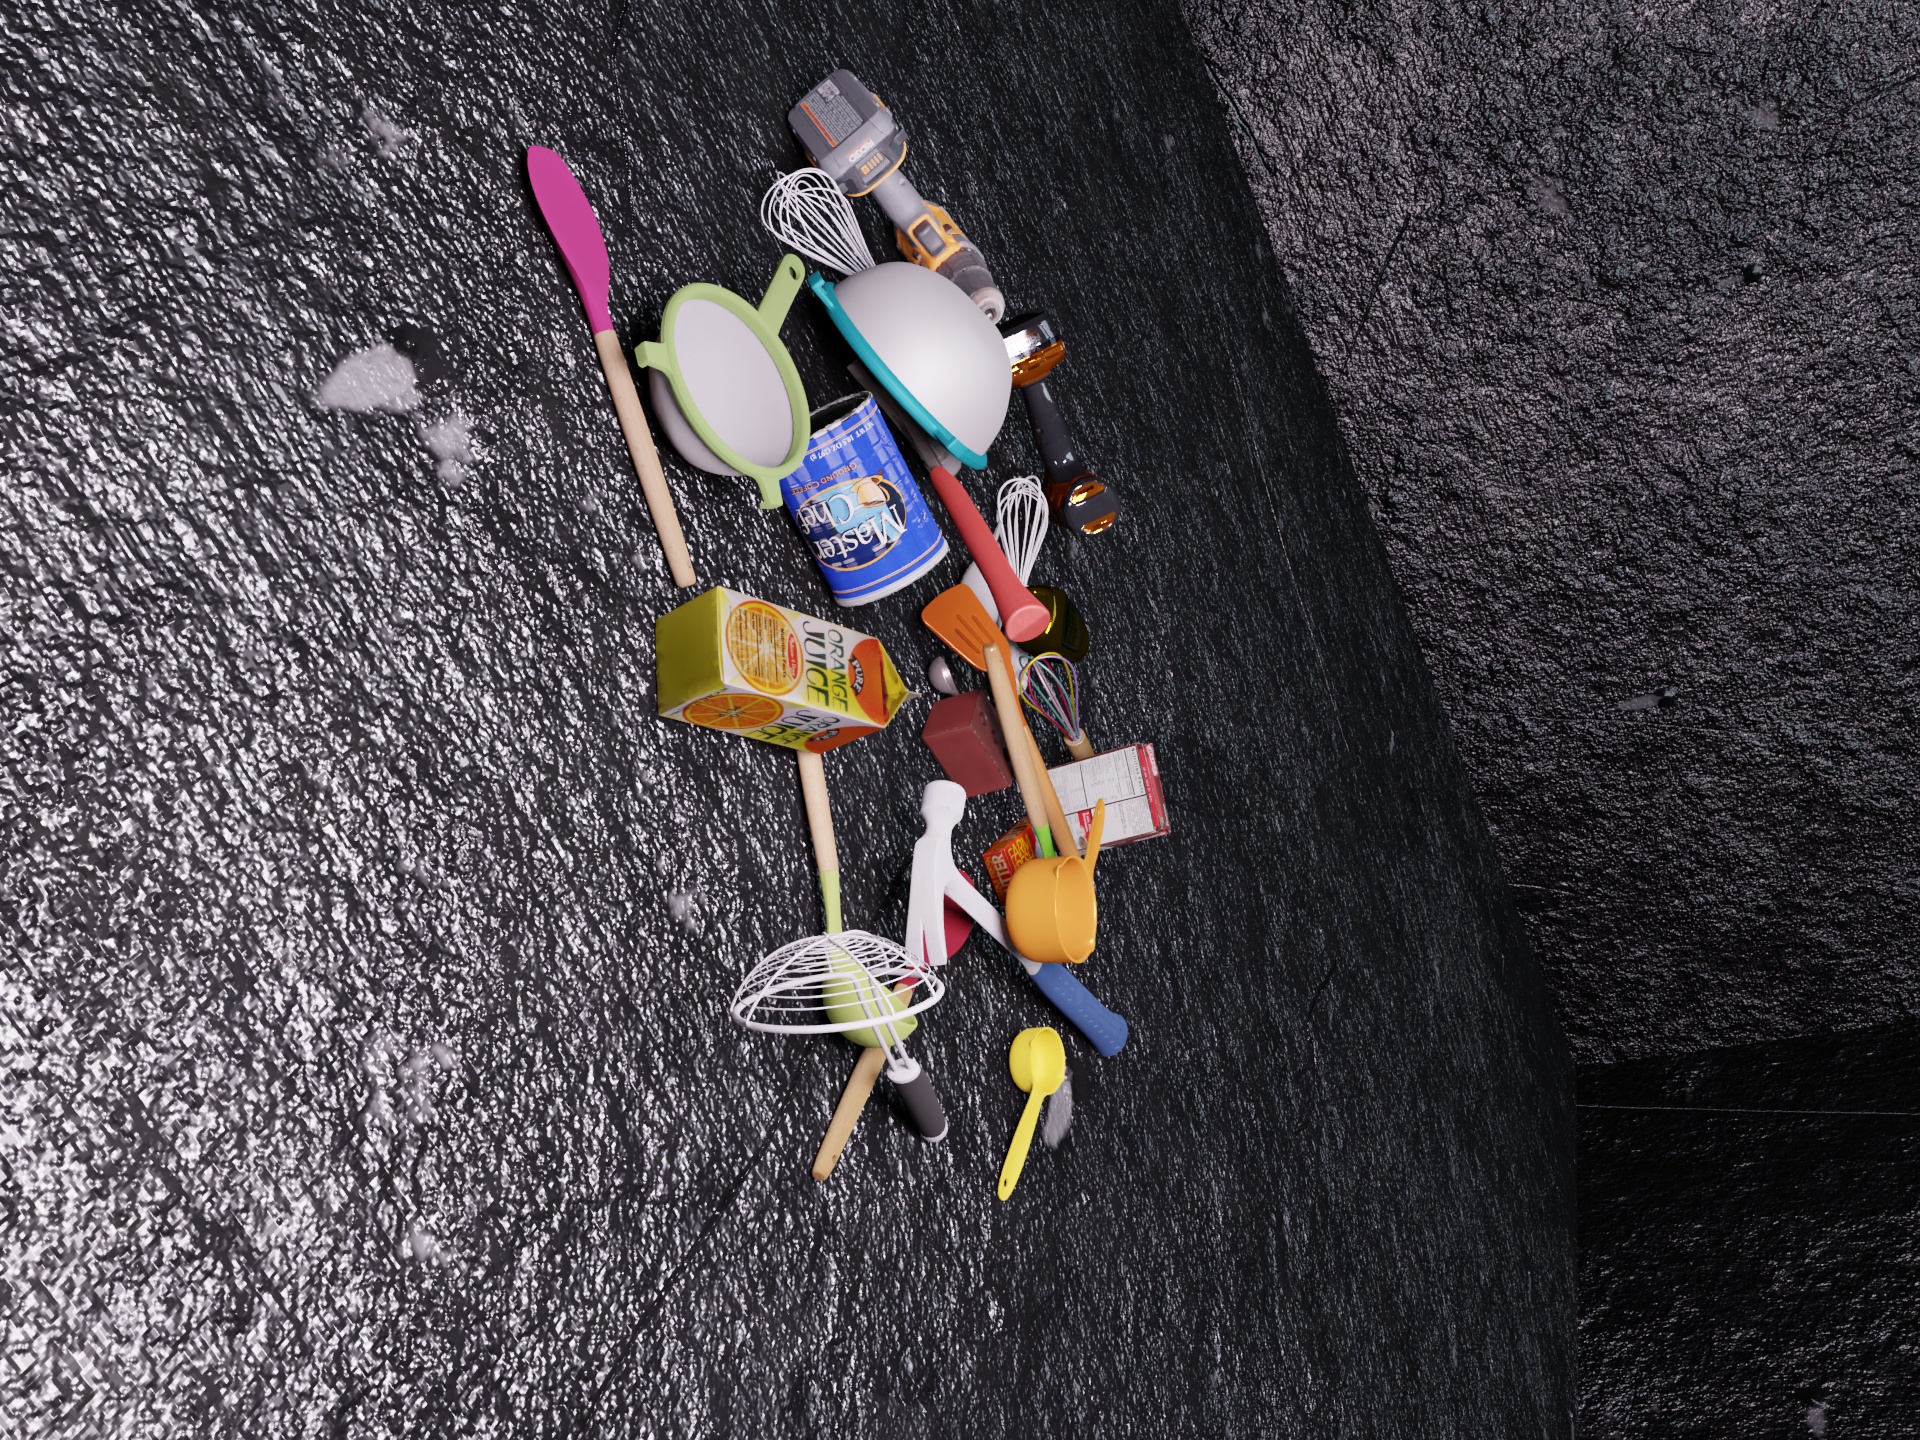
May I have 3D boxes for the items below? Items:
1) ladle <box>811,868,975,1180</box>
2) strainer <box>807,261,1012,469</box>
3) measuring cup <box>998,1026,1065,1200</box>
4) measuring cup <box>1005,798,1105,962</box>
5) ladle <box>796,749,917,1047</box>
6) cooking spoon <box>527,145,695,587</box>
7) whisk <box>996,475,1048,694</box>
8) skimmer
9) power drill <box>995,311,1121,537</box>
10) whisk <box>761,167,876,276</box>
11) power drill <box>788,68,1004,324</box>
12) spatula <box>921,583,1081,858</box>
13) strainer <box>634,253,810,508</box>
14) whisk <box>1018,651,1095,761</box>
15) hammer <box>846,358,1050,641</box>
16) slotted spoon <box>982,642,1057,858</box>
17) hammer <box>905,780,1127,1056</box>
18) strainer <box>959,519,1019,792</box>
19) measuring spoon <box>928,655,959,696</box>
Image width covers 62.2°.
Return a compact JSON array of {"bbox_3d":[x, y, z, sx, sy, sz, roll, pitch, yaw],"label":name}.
[{"bbox_3d":[-0.050,0.224,1.209,0.069,0.031,0.316,65,30,-26],"label":"ladle"},{"bbox_3d":[-0.006,-0.337,1.446,0.211,0.095,0.340,50,15,1],"label":"strainer"},{"bbox_3d":[0.049,0.332,1.347,0.062,0.029,0.157,53,46,-36],"label":"measuring cup"},{"bbox_3d":[0.083,0.128,1.333,0.174,0.052,0.095,-69,143,-46],"label":"measuring cup"},{"bbox_3d":[-0.091,0.084,1.178,0.078,0.062,0.320,34,43,-70],"label":"ladle"},{"bbox_3d":[-0.242,-0.246,1.113,0.069,0.017,0.319,-26,98,-68],"label":"cooking spoon"},{"bbox_3d":[0.059,-0.137,1.585,0.057,0.059,0.246,17,62,-27],"label":"whisk"},{"bbox_3d":[-0.052,0.237,1.058,0.362,0.127,0.090,73,14,-54],"label":"skimmer"},{"bbox_3d":[0.087,-0.306,1.662,0.226,0.084,0.164,65,-4,-17],"label":"power drill"},{"bbox_3d":[-0.091,-0.411,1.450,0.284,0.070,0.070,32,48,-59],"label":"whisk"},{"bbox_3d":[-0.048,-0.470,1.471,0.226,0.084,0.186,42,14,-48],"label":"power drill"},{"bbox_3d":[0.055,0.028,1.463,0.081,0.041,0.322,-41,114,-48],"label":"spatula"},{"bbox_3d":[-0.174,-0.272,1.198,0.151,0.069,0.257,49,35,-30],"label":"strainer"},{"bbox_3d":[0.102,0.006,1.563,0.047,0.051,0.244,-64,150,-22],"label":"whisk"},{"bbox_3d":[-0.005,-0.184,1.339,0.149,0.036,0.359,47,11,-39],"label":"hammer"},{"bbox_3d":[0.064,0.068,1.402,0.070,0.031,0.313,-62,141,-52],"label":"slotted spoon"},{"bbox_3d":[0.057,0.207,1.360,0.405,0.035,0.144,49,42,-49],"label":"hammer"},{"bbox_3d":[0.034,-0.059,1.502,0.087,0.050,0.258,155,-74,-81],"label":"strainer"},{"bbox_3d":[-0.002,-0.005,1.437,0.034,0.018,0.124,-96,163,-56],"label":"measuring spoon"}]
